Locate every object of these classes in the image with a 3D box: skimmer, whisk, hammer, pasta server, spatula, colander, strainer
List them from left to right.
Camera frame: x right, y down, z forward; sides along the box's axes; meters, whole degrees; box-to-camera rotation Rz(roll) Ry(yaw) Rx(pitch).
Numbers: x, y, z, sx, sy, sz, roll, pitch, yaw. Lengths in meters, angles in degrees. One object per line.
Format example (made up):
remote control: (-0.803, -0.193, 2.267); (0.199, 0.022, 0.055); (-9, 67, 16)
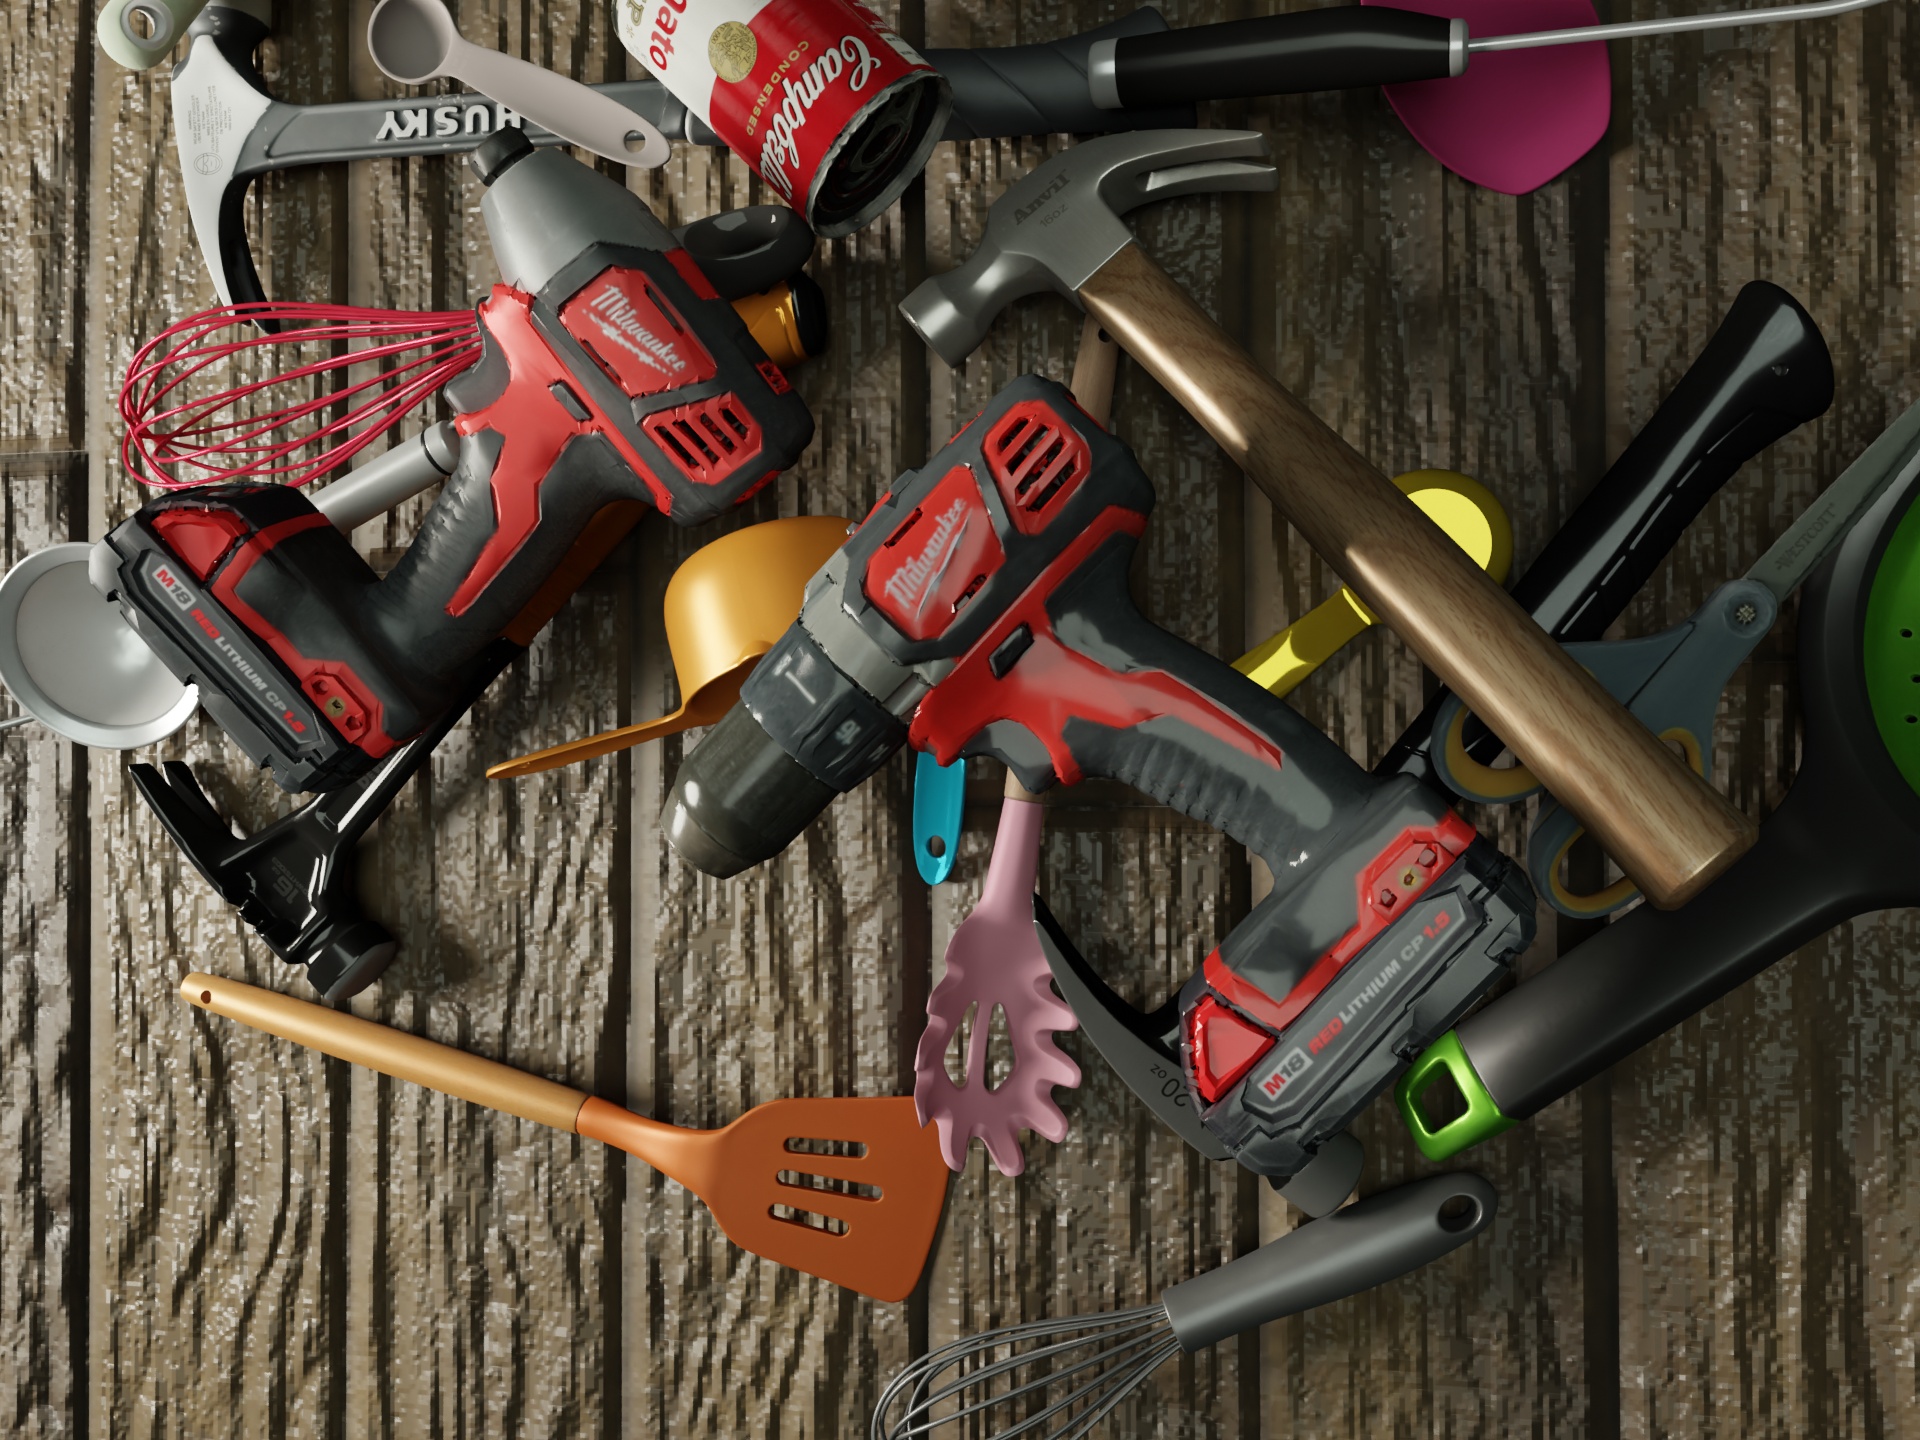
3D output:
strainer: (-0.283, -0.059, 0.624); (0.258, 0.050, 0.086); (-25, 108, 15)
whisk: (-0.252, -0.351, 0.613); (0.059, 0.057, 0.246); (27, 81, 49)
whisk: (-0.193, -0.143, 0.599); (0.296, 0.073, 0.073); (-13, 87, 13)
hammer: (-0.178, -0.052, 0.620); (0.127, 0.034, 0.337); (44, 97, 7)
spatula: (-0.163, 0.146, 0.621); (0.323, 0.041, 0.081); (14, 93, 15)
hammer: (-0.116, -0.230, 0.609); (0.409, 0.036, 0.149); (1, 91, 11)
pasta server: (0.030, 0.003, 0.576); (0.060, 0.040, 0.316); (9, 90, -13)
whisk: (0.079, 0.215, 0.561); (0.239, 0.055, 0.055); (-25, 85, 5)
hammer: (0.119, -0.076, 0.512); (0.130, 0.031, 0.332); (-42, 65, 6)
hammer: (0.163, 0.000, 0.529); (0.146, 0.035, 0.335); (36, 98, -5)
skimmer: (0.220, -0.188, 0.505); (0.363, 0.127, 0.090); (2, 108, 17)
colander: (0.312, 0.030, 0.496); (0.397, 0.094, 0.205); (-43, 48, 25)

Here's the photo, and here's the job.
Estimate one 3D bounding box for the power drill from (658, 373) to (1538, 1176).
power drill: (0.034, 0.031, 0.486); (0.227, 0.080, 0.188); (45, 96, 7)

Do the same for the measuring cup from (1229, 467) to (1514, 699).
measuring cup: (0.125, -0.030, 0.561); (0.156, 0.029, 0.062); (-38, 83, 6)

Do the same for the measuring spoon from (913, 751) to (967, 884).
measuring spoon: (-0.001, -0.002, 0.596); (0.042, 0.021, 0.128); (10, 101, 27)

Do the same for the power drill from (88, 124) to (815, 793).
power drill: (-0.174, -0.088, 0.546); (0.219, 0.078, 0.143); (-36, 102, 9)

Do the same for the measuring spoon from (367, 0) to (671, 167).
measuring spoon: (-0.163, -0.236, 0.596); (0.124, 0.018, 0.034); (26, 98, 2)

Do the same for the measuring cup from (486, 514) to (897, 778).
measuring cup: (-0.101, -0.025, 0.578); (0.173, 0.095, 0.052); (-17, 78, 13)

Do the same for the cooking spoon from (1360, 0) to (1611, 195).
cooking spoon: (0.110, -0.310, 0.520); (0.068, 0.017, 0.318); (-35, 106, 25)
